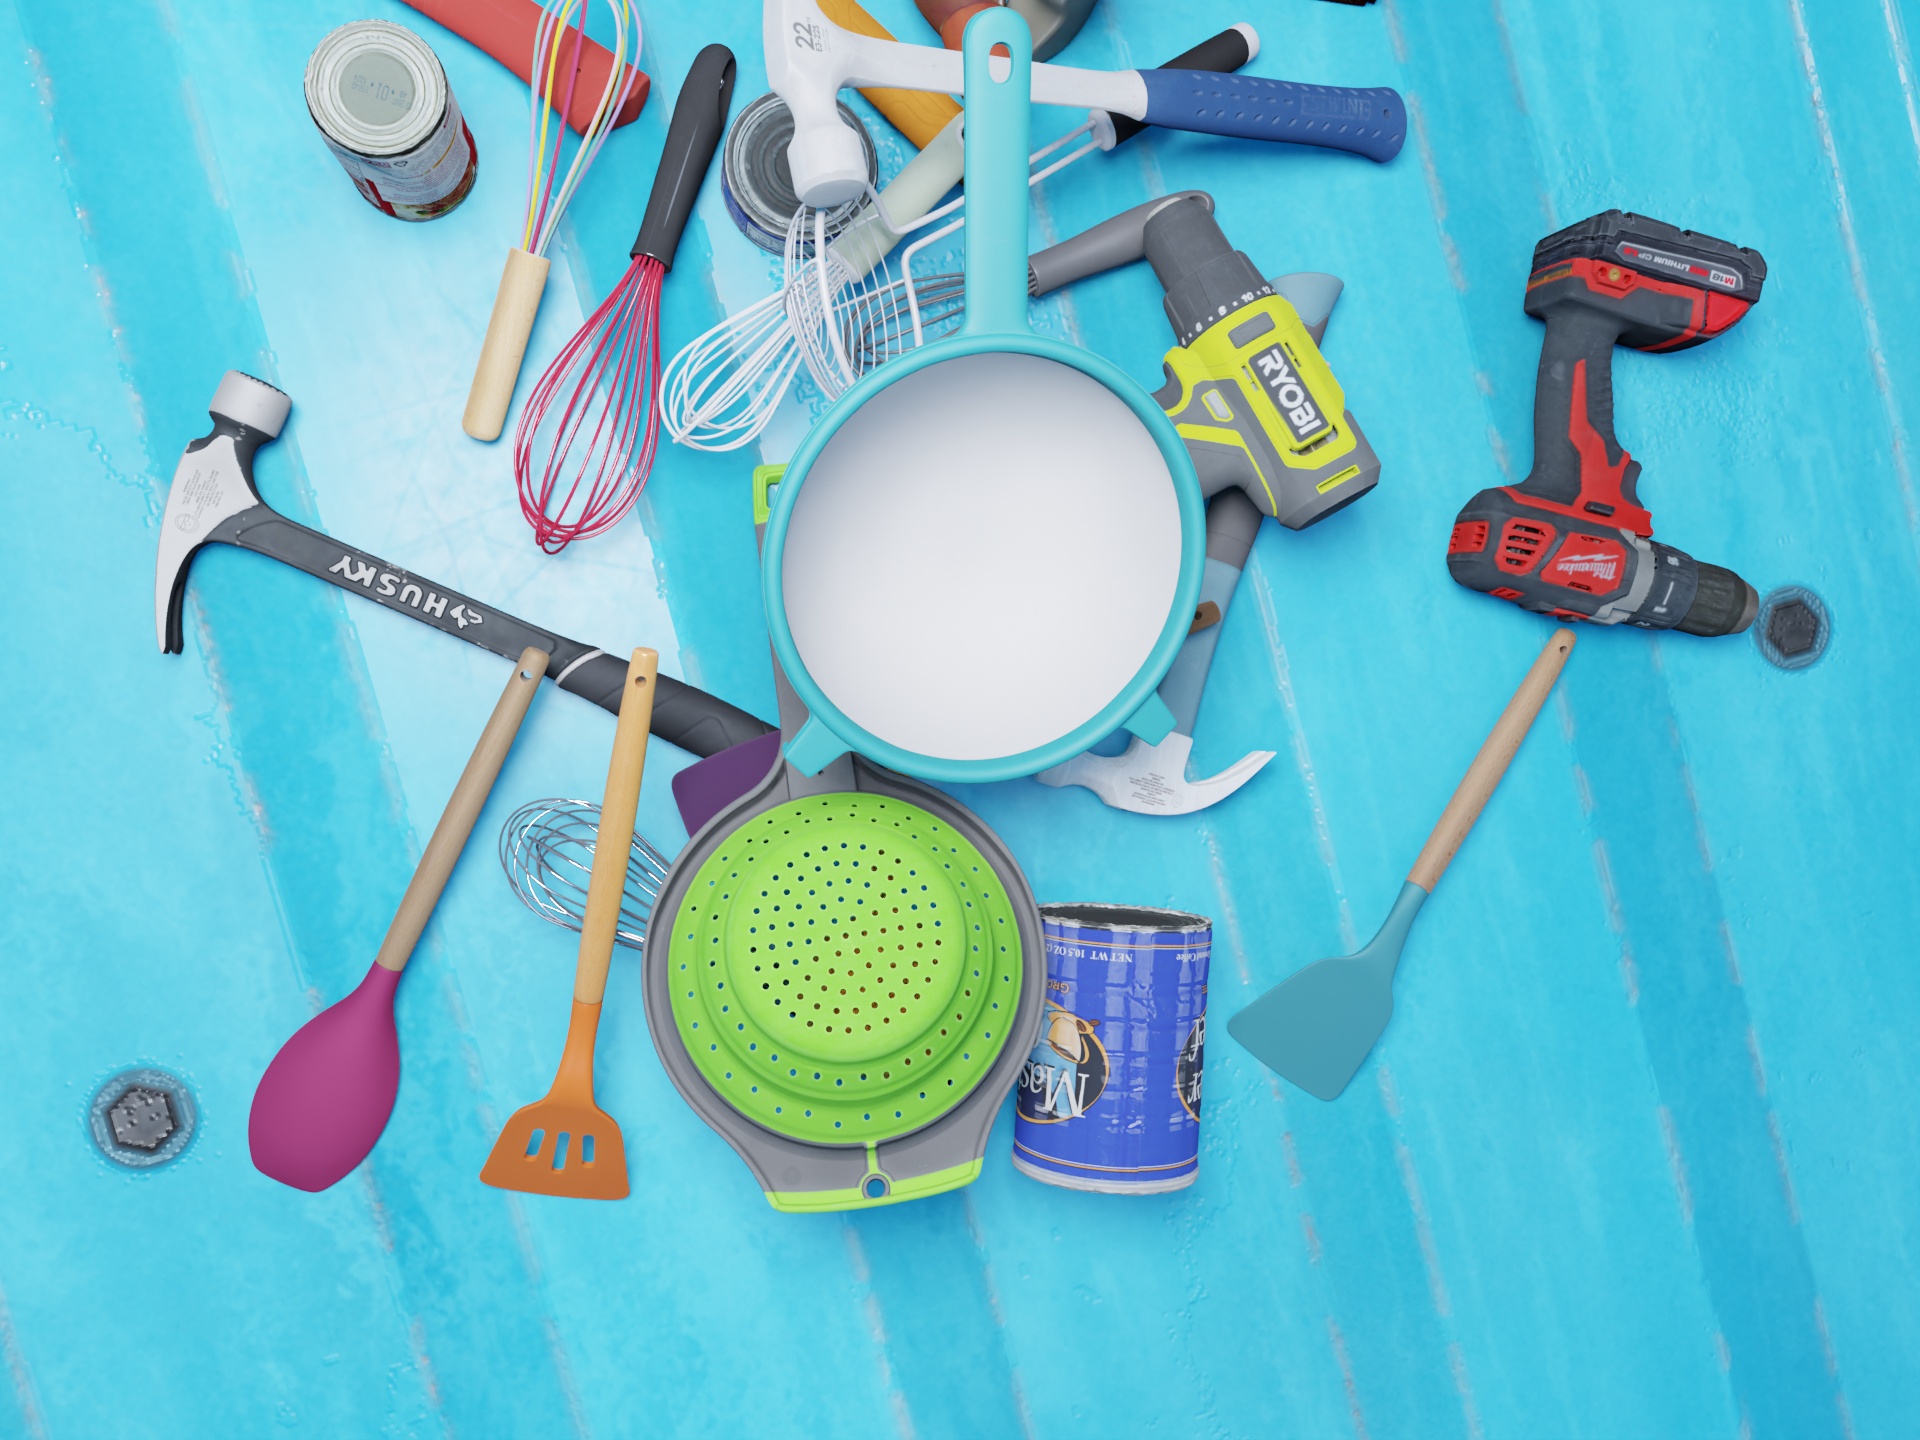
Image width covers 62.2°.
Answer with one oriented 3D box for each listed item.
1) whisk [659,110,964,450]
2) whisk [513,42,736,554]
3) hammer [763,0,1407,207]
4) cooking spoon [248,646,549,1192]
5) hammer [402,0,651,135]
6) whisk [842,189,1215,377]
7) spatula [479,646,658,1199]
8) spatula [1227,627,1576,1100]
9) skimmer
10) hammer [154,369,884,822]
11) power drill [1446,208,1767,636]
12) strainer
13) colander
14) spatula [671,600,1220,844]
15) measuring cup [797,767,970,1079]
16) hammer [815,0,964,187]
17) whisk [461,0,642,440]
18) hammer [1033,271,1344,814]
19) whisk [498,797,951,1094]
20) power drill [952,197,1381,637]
[{"bbox_3d":[-0.068,-0.236,0.847,0.057,0.059,0.246,45,83,-16],"label":"whisk"},{"bbox_3d":[-0.171,-0.227,0.849,0.073,0.073,0.296,18,82,-9],"label":"whisk"},{"bbox_3d":[0.081,-0.328,0.816,0.405,0.035,0.144,-9,86,-34],"label":"hammer"},{"bbox_3d":[-0.289,0.106,0.834,0.068,0.017,0.319,26,94,-9],"label":"cooking spoon"},{"bbox_3d":[-0.324,-0.427,0.831,0.359,0.037,0.149,29,86,-8],"label":"hammer"},{"bbox_3d":[0.042,-0.246,0.890,0.239,0.055,0.055,-26,95,-13],"label":"whisk"},{"bbox_3d":[-0.186,0.115,0.810,0.081,0.041,0.322,10,106,-11],"label":"spatula"},{"bbox_3d":[0.277,0.076,0.945,0.082,0.044,0.317,36,80,-8],"label":"spatula"},{"bbox_3d":[0.050,-0.281,0.832,0.363,0.090,0.127,-37,128,-22],"label":"skimmer"},{"bbox_3d":[-0.225,-0.032,0.852,0.409,0.036,0.149,25,88,-9],"label":"hammer"},{"bbox_3d":[0.400,-0.164,0.936,0.188,0.080,0.227,13,91,-9],"label":"power drill"},{"bbox_3d":[0.004,-0.143,0.741,0.211,0.095,0.340,-5,109,-15],"label":"strainer"},{"bbox_3d":[-0.068,0.035,0.789,0.204,0.094,0.397,-7,73,-6],"label":"colander"},{"bbox_3d":[-0.001,-0.003,0.865,0.316,0.018,0.060,-22,83,-9],"label":"spatula"},{"bbox_3d":[-0.033,0.106,0.845,0.095,0.052,0.173,6,87,-23],"label":"measuring cup"},{"bbox_3d":[-0.099,-0.402,0.870,0.337,0.034,0.127,42,83,-8],"label":"hammer"},{"bbox_3d":[-0.220,-0.264,0.824,0.051,0.047,0.245,18,102,-9],"label":"whisk"},{"bbox_3d":[0.152,-0.103,0.915,0.128,0.033,0.331,19,87,-8],"label":"hammer"},{"bbox_3d":[-0.121,0.128,0.862,0.284,0.070,0.070,33,85,-13],"label":"whisk"},{"bbox_3d":[0.087,-0.158,0.863,0.228,0.080,0.190,-29,85,-1],"label":"power drill"}]
